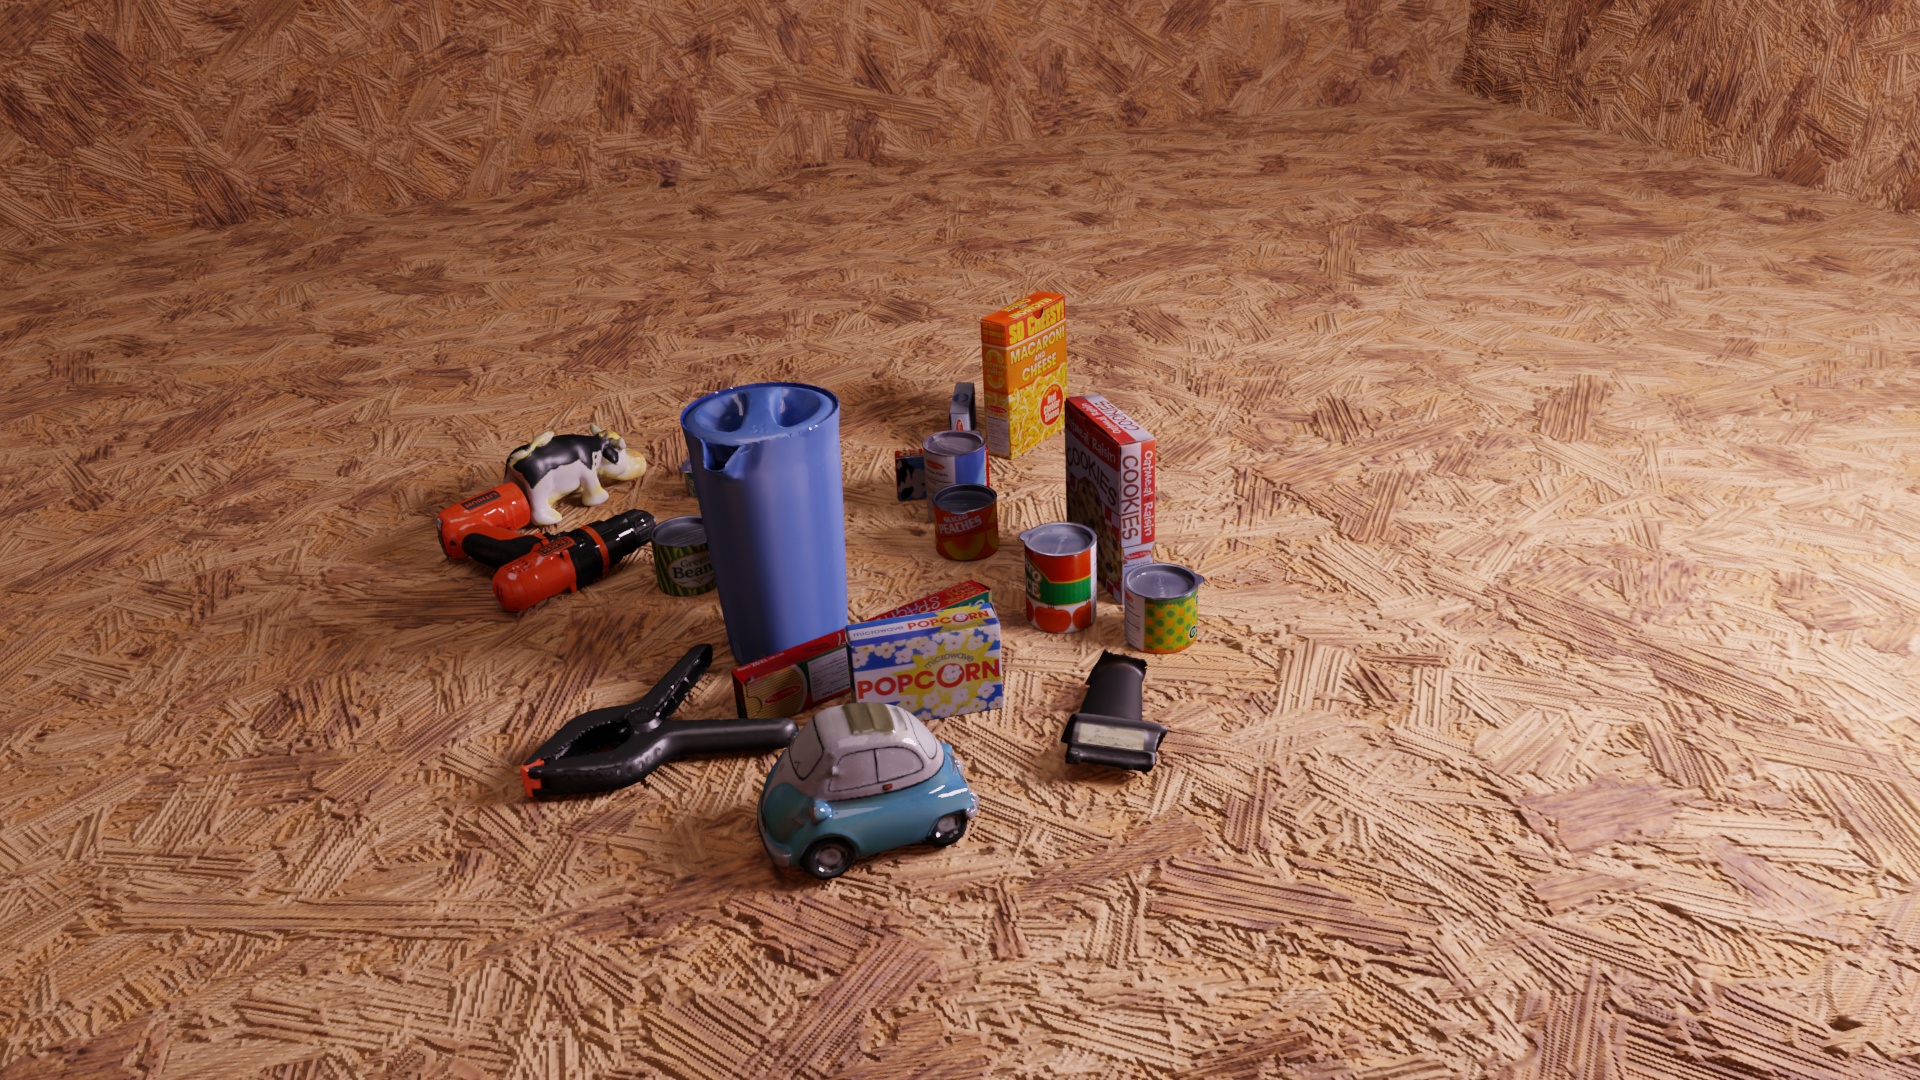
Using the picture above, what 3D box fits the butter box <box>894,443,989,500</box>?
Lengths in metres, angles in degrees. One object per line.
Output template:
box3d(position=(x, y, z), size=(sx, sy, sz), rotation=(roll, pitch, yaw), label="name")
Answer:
box3d(position=(-0.020, -0.076, 1.532), size=(0.103, 0.053, 0.024), rotation=(-6, 27, -6), label="butter box")

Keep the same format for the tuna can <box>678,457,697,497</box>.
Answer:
box3d(position=(-0.283, -0.075, 1.579), size=(0.071, 0.032, 0.071), rotation=(-3, 27, 1), label="tuna can")

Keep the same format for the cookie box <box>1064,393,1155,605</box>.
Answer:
box3d(position=(0.141, -0.041, 1.324), size=(0.040, 0.166, 0.123), rotation=(-12, 29, -17), label="cookie box")

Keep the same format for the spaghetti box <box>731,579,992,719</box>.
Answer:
box3d(position=(-0.080, 0.097, 1.210), size=(0.251, 0.050, 0.029), rotation=(-20, 31, -29), label="spaghetti box")

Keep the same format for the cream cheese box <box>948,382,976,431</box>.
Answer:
box3d(position=(0.003, -0.147, 1.665), size=(0.024, 0.053, 0.104), rotation=(-1, 28, 5), label="cream cheese box")

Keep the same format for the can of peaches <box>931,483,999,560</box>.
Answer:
box3d(position=(0.005, -0.018, 1.411), size=(0.071, 0.057, 0.071), rotation=(-3, 27, 1), label="can of peaches")

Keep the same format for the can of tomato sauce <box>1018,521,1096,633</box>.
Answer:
box3d(position=(0.090, 0.034, 1.276), size=(0.071, 0.082, 0.071), rotation=(-3, 27, 1), label="can of tomato sauce")

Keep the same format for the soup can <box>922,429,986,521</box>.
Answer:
box3d(position=(-0.003, -0.068, 1.481), size=(0.071, 0.083, 0.072), rotation=(-3, 27, 1), label="soup can")

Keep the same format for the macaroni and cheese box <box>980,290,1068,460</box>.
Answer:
box3d(position=(0.078, -0.194, 1.626), size=(0.040, 0.165, 0.124), rotation=(16, 33, 34), label="macaroni and cheese box")

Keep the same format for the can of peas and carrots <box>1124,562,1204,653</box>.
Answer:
box3d(position=(0.182, 0.060, 1.242), size=(0.071, 0.058, 0.071), rotation=(-3, 27, 1), label="can of peas and carrots")

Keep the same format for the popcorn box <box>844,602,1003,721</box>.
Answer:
box3d(position=(-0.030, 0.105, 1.151), size=(0.127, 0.084, 0.038), rotation=(-8, 28, -10), label="popcorn box")

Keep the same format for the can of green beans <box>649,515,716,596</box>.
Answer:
box3d(position=(-0.272, 0.015, 1.379), size=(0.071, 0.057, 0.071), rotation=(-3, 27, 1), label="can of green beans")
